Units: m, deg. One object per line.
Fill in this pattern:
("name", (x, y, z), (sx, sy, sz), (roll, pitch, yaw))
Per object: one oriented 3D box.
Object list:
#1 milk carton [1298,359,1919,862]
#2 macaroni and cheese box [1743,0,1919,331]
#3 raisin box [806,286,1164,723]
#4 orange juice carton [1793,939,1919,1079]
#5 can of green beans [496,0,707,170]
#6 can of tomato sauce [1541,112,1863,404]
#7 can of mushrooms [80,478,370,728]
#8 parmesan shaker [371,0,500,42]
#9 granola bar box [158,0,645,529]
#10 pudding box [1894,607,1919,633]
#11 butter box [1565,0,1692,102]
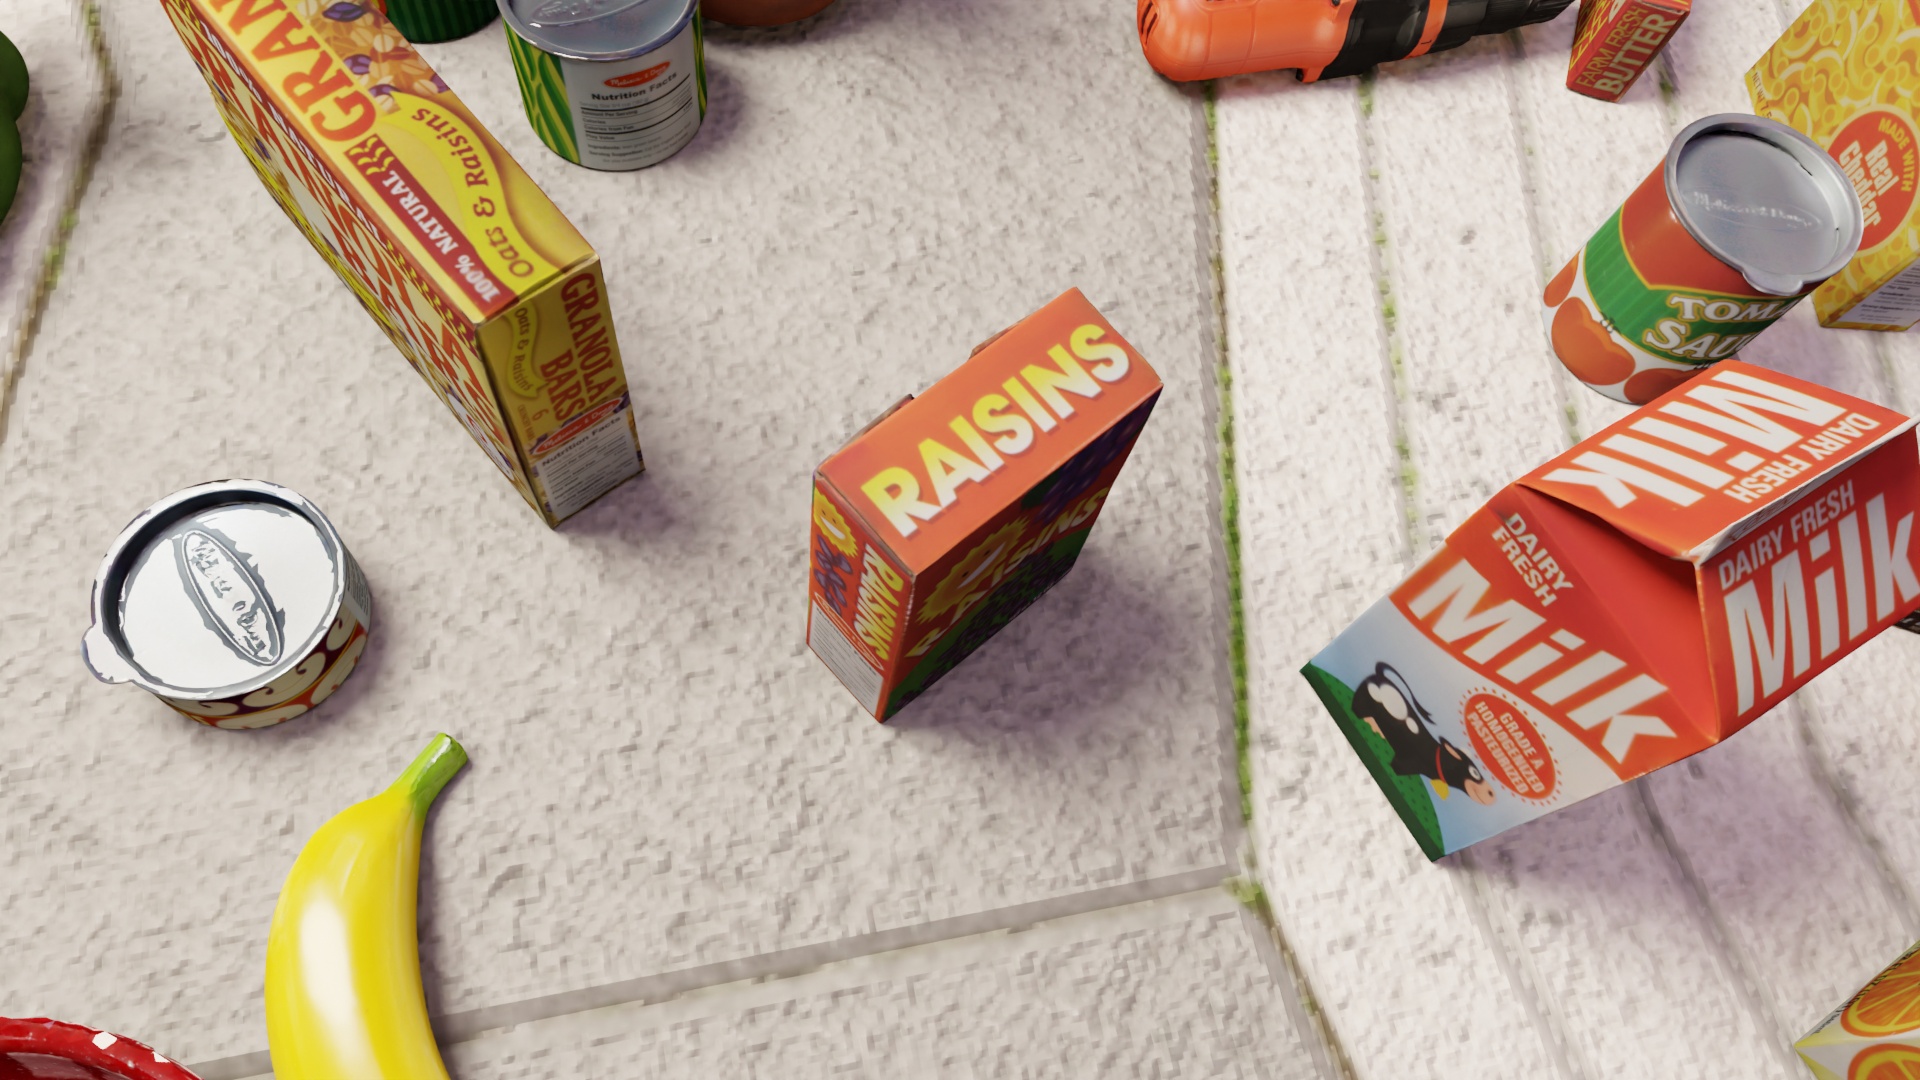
("milk carton", (0.166, 0.020, 0.361), (0.072, 0.189, 0.073), (-27, 73, -17))
("macaroni and cheese box", (0.354, -0.168, 0.481), (0.040, 0.165, 0.124), (1, 67, -7))
("raisin box", (0.001, -0.005, 0.387), (0.086, 0.123, 0.040), (-37, 76, -20))
("orange juice carton", (0.308, 0.128, 0.332), (0.072, 0.192, 0.073), (-28, 73, -17))
("can of green beans", (-0.121, -0.171, 0.479), (0.071, 0.057, 0.071), (3, 67, -6))
("can of tomato sauce", (0.252, -0.093, 0.480), (0.071, 0.082, 0.071), (3, 67, -6))
("can of mushrooms", (-0.209, 0.020, 0.397), (0.071, 0.033, 0.071), (3, 66, -6))
("parmesan shaker", (-0.191, -0.226, 0.468), (0.071, 0.102, 0.071), (3, 67, -6))
("granola bar box", (-0.162, -0.094, 0.403), (0.039, 0.123, 0.166), (-38, 76, -20))
("pudding box", (0.327, 0.007, 0.465), (0.084, 0.049, 0.030), (18, 66, 0))
("butter box", (0.274, -0.233, 0.560), (0.024, 0.053, 0.104), (19, 66, 1))
